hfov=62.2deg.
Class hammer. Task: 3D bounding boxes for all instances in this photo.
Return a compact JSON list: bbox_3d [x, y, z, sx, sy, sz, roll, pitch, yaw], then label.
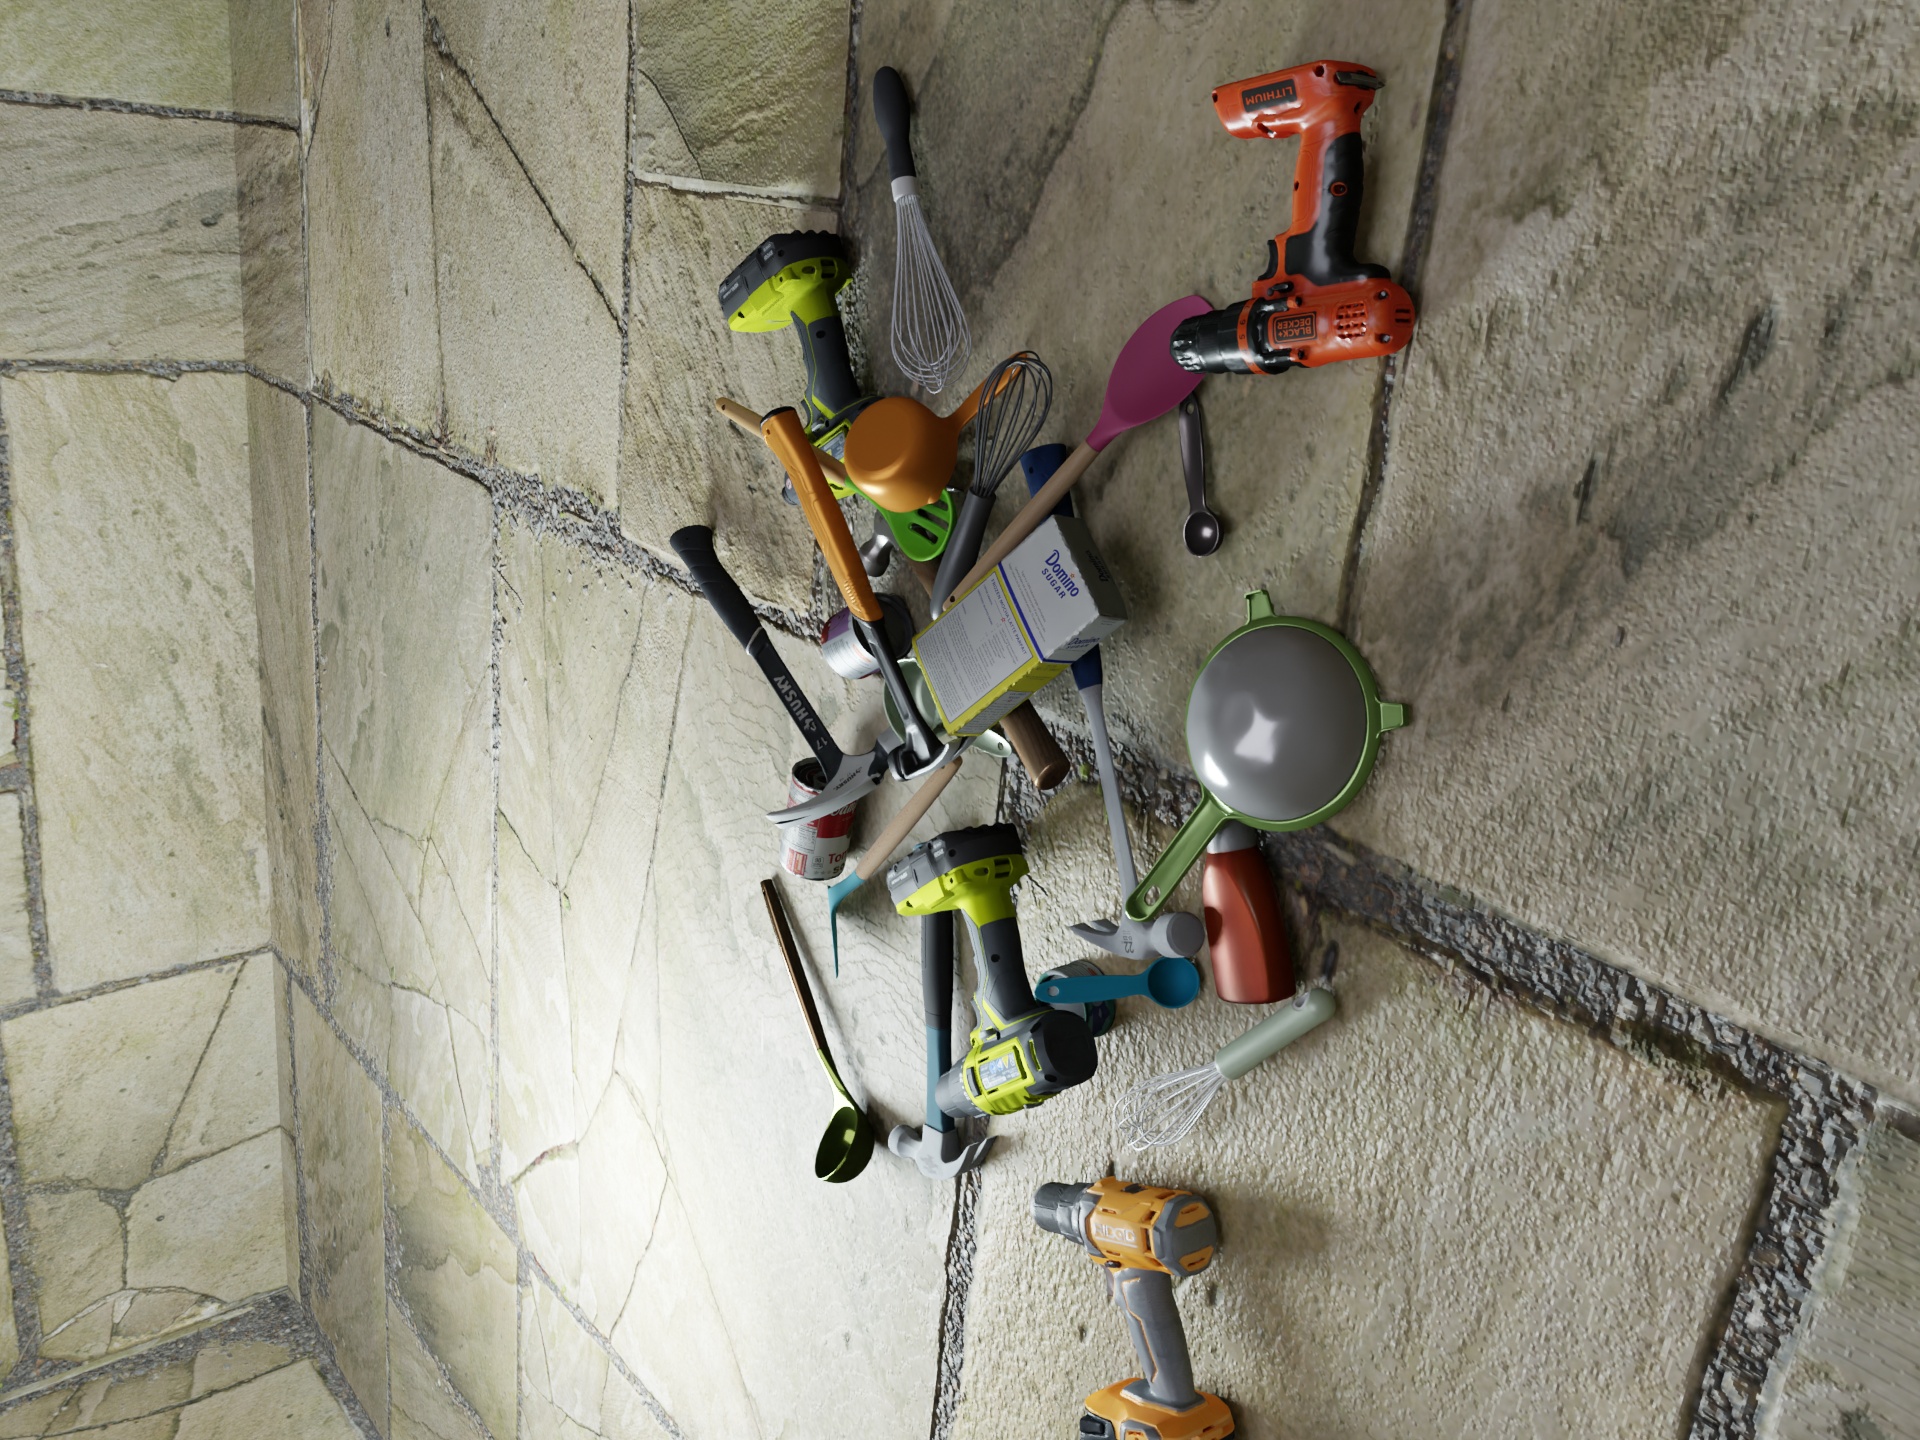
[{"bbox_3d":[0.007,-0.077,1.327,0.130,0.031,0.332,-58,47,35],"label":"hammer"},{"bbox_3d":[0.100,-0.014,1.247,0.144,0.035,0.405,-20,80,62],"label":"hammer"},{"bbox_3d":[-0.086,-0.113,1.350,0.127,0.034,0.337,-29,85,61],"label":"hammer"},{"bbox_3d":[-0.196,-0.062,1.561,0.149,0.036,0.409,-37,54,1],"label":"hammer"},{"bbox_3d":[-0.022,0.267,1.467,0.128,0.033,0.331,12,107,49],"label":"hammer"}]

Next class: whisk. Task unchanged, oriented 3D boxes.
[{"bbox_3d":[0.018,-0.179,1.255,0.055,0.055,0.238,44,127,35],"label":"whisk"},{"bbox_3d":[0.198,0.265,1.202,0.059,0.058,0.246,38,131,-5],"label":"whisk"},{"bbox_3d":[-0.040,-0.413,1.328,0.070,0.070,0.285,-16,81,50],"label":"whisk"}]

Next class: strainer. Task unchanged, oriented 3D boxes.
[{"bbox_3d":[0.177,0.042,1.103,0.152,0.069,0.256,46,113,32],"label":"strainer"}]

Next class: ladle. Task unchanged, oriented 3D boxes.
[{"bbox_3d":[-0.160,0.313,1.626,0.078,0.062,0.320,-38,66,44],"label":"ladle"}]

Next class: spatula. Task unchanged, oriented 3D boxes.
[{"bbox_3d":[-0.070,0.127,1.471,0.317,0.044,0.082,-51,35,41],"label":"spatula"}]

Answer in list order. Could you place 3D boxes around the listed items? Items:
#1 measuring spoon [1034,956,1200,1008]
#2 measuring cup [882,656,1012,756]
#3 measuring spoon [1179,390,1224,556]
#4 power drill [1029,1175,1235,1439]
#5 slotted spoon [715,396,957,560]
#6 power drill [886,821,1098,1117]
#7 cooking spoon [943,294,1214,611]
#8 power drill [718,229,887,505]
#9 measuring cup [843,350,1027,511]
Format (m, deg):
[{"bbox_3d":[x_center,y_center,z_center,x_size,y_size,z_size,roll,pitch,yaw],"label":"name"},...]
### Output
[{"bbox_3d":[0.122,0.205,1.239,0.128,0.021,0.042,-6,94,8],"label":"measuring spoon"},{"bbox_3d":[-0.002,-0.004,1.383,0.168,0.038,0.083,27,118,42],"label":"measuring cup"},{"bbox_3d":[0.175,-0.180,1.154,0.034,0.018,0.124,-10,83,51],"label":"measuring spoon"},{"bbox_3d":[0.133,0.487,1.296,0.185,0.084,0.226,-9,87,51],"label":"power drill"},{"bbox_3d":[-0.111,-0.221,1.382,0.314,0.031,0.070,33,112,33],"label":"slotted spoon"},{"bbox_3d":[0.015,0.217,1.334,0.190,0.080,0.229,-37,64,50],"label":"power drill"},{"bbox_3d":[0.085,-0.190,1.205,0.318,0.017,0.069,-47,63,29],"label":"cooking spoon"},{"bbox_3d":[-0.137,-0.313,1.447,0.171,0.080,0.223,-24,83,49],"label":"power drill"},{"bbox_3d":[-0.022,-0.246,1.285,0.173,0.052,0.095,-41,57,16],"label":"measuring cup"}]
